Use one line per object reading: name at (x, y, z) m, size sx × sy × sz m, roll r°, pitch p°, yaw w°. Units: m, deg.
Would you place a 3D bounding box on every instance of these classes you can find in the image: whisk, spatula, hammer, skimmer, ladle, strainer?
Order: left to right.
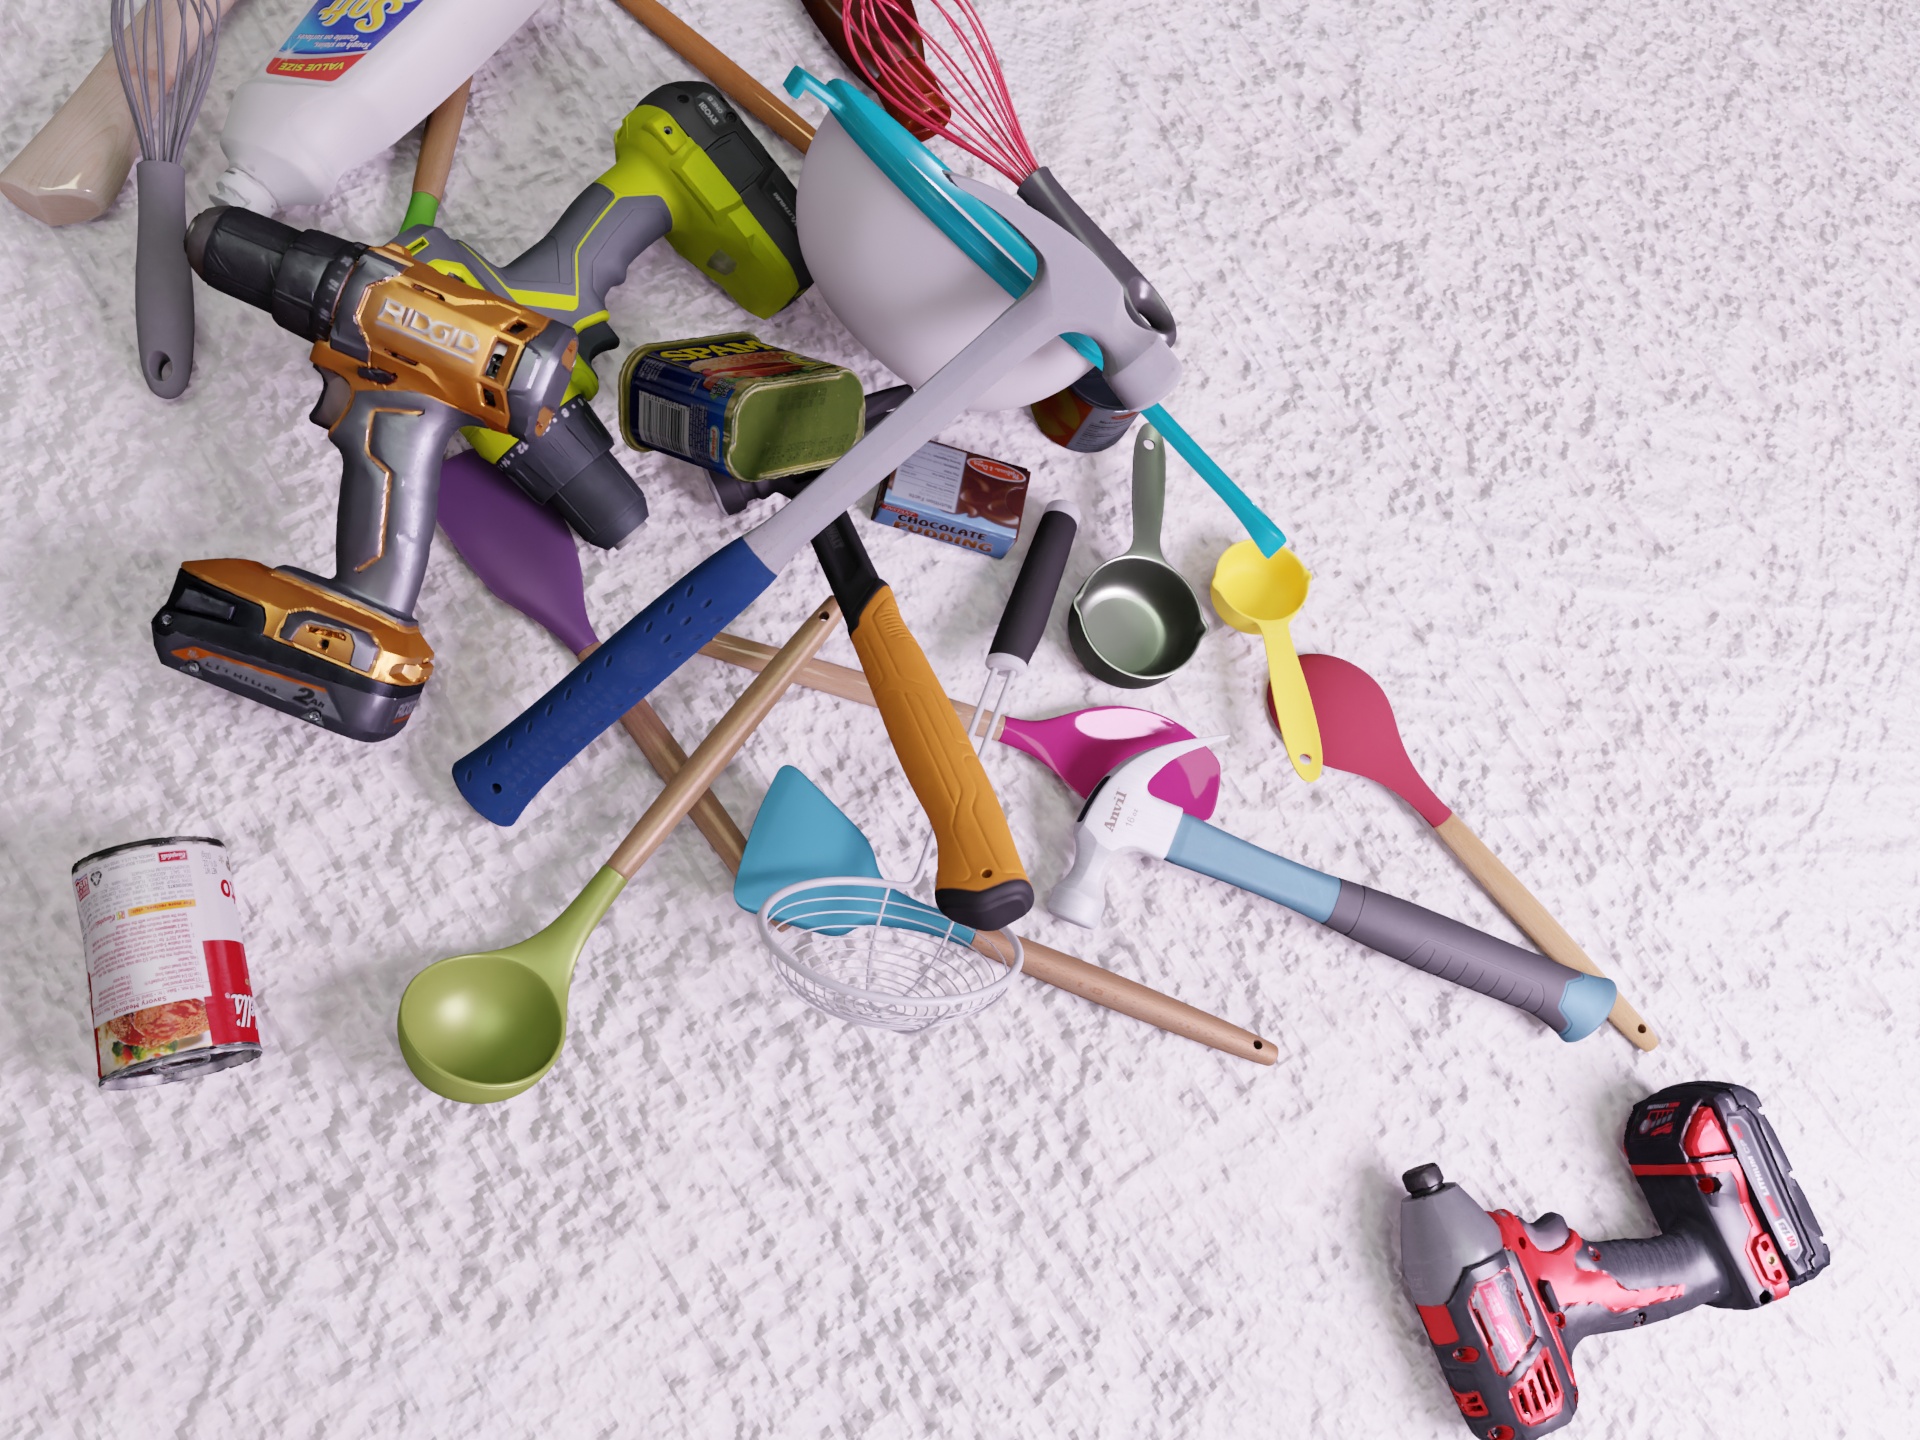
whisk at (-0.416, -0.288, 0.835) m, size 0.055 × 0.055 × 0.239 m, roll -1°, pitch 90°, yaw -16°
hammer at (-0.419, -0.450, 0.913) m, size 0.146 × 0.038 × 0.411 m, roll 27°, pitch 68°, yaw -4°
spatula at (-0.182, -0.019, 0.849) m, size 0.060 × 0.018 × 0.316 m, roll -33°, pitch 83°, yaw -27°
ladle at (-0.156, 0.053, 0.798) m, size 0.078 × 0.062 × 0.320 m, roll 36°, pitch 72°, yaw 5°
hammer at (-0.093, -0.092, 0.771) m, size 0.405 × 0.035 × 0.144 m, roll -39°, pitch 111°, yaw 10°
spatula at (-0.097, -0.364, 0.970) m, size 0.322 × 0.041 × 0.081 m, roll 39°, pitch 75°, yaw 1°
hammer at (-0.030, -0.040, 0.804) m, size 0.127 × 0.034 × 0.337 m, roll -22°, pitch 54°, yaw -3°
skimmer at (0.007, 0.002, 0.826) m, size 0.127 × 0.090 × 0.363 m, roll 14°, pitch 57°, yaw 11°
strainer at (0.026, -0.190, 0.853) m, size 0.095 × 0.211 × 0.340 m, roll -44°, pitch 86°, yaw 17°
whisk at (0.031, -0.333, 0.936) m, size 0.073 × 0.073 × 0.296 m, roll -37°, pitch 86°, yaw -22°
spatula at (0.033, 0.122, 0.849) m, size 0.317 × 0.044 × 0.082 m, roll 23°, pitch 61°, yaw -9°
hammer at (0.220, 0.108, 0.899) m, size 0.331 × 0.033 × 0.128 m, roll 22°, pitch 82°, yaw -8°
ladle at (0.303, 0.079, 0.947) m, size 0.069 × 0.031 × 0.315 m, roll -43°, pitch 89°, yaw -16°

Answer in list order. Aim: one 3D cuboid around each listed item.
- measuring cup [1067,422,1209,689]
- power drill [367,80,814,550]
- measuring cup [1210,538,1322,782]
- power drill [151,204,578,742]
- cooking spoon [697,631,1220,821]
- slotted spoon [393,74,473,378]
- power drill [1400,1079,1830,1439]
measuring cup at (0.103, -0.097, 0.943) m, size 0.083 × 0.038 × 0.168 m, roll 10°, pitch 69°, yaw -12°
power drill at (-0.186, -0.224, 0.876) m, size 0.228 × 0.080 × 0.190 m, roll -46°, pitch 104°, yaw -22°
measuring cup at (0.186, -0.033, 0.940) m, size 0.062 × 0.029 × 0.157 m, roll -6°, pitch 69°, yaw -9°
power drill at (-0.312, -0.124, 0.772) m, size 0.185 × 0.084 × 0.226 m, roll 23°, pitch 92°, yaw -7°
cooking spoon at (-0.001, -0.003, 0.893) m, size 0.318 × 0.017 × 0.069 m, roll 16°, pitch 71°, yaw -10°
slotted spoon at (-0.303, -0.319, 0.909) m, size 0.070 × 0.031 × 0.314 m, roll 9°, pitch 69°, yaw -10°
power drill at (0.345, 0.282, 0.868) m, size 0.219 × 0.078 × 0.143 m, roll -18°, pitch 78°, yaw -17°
